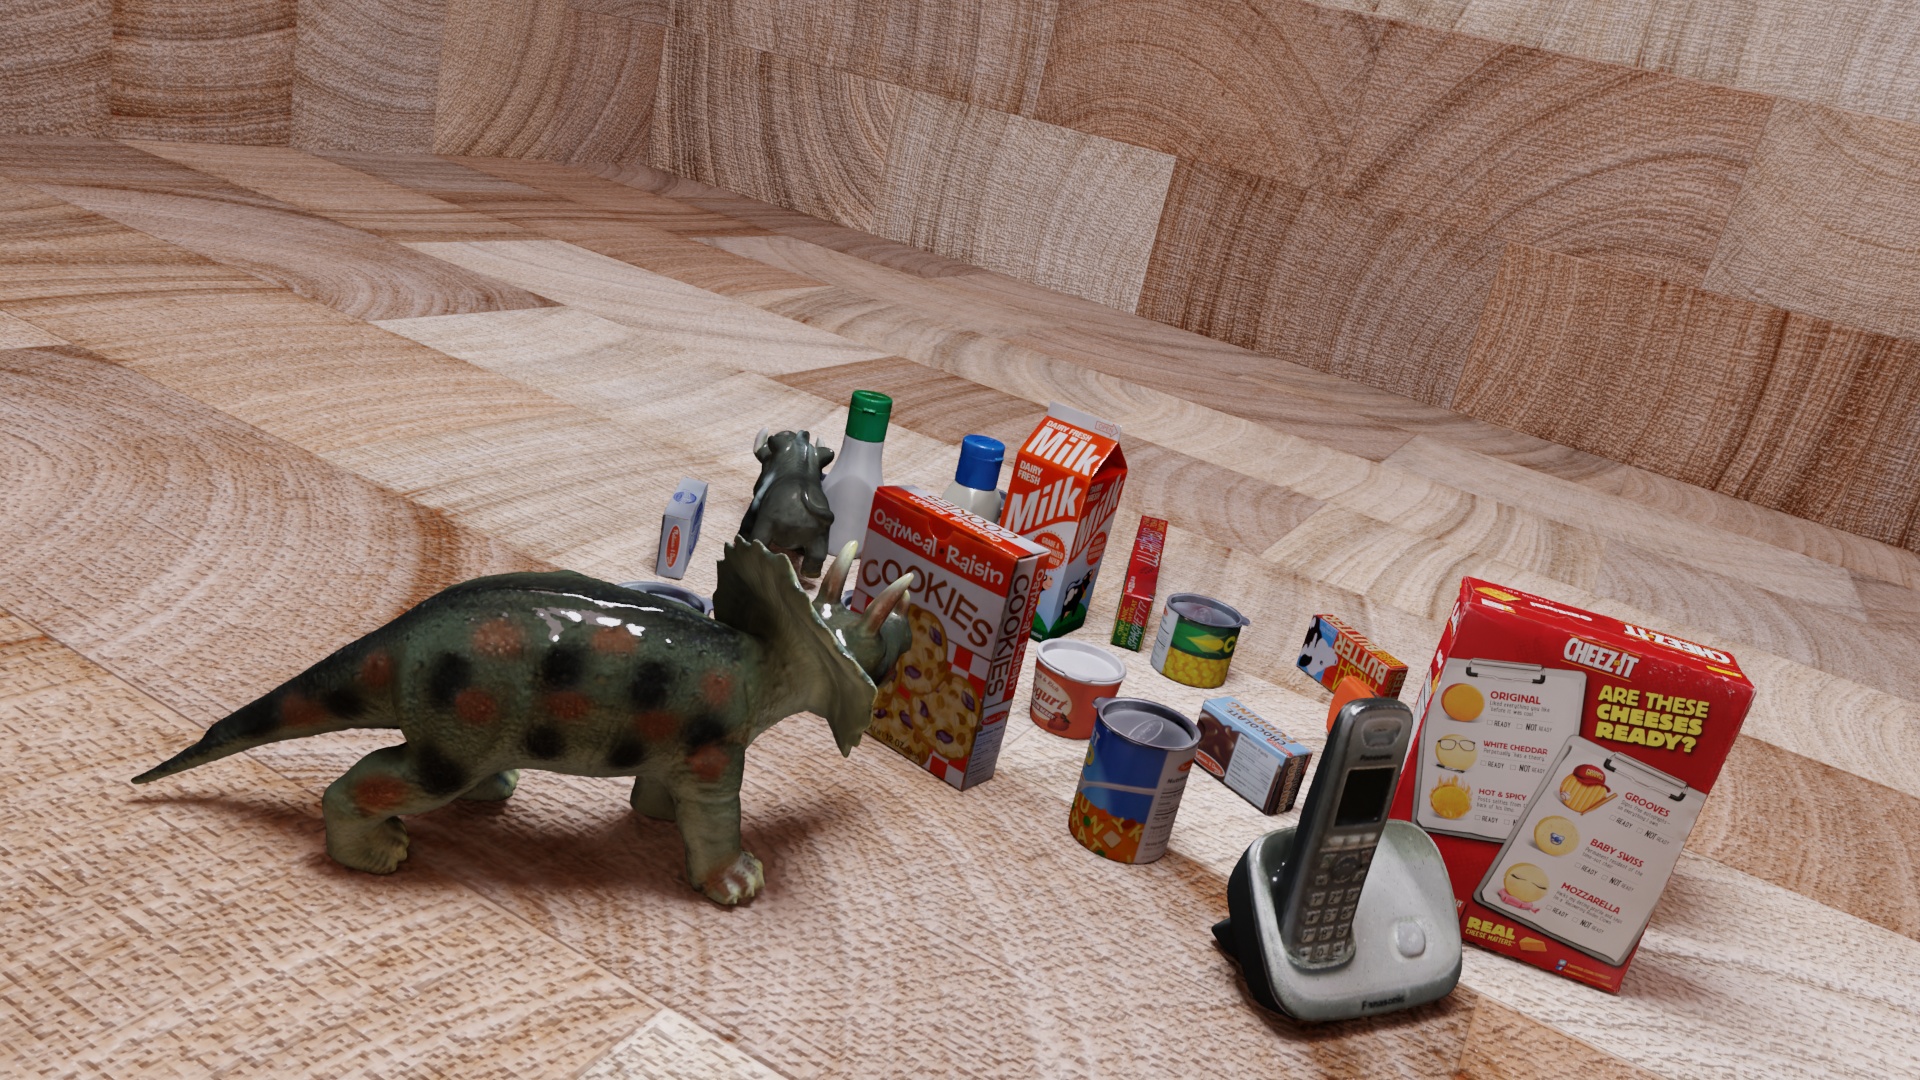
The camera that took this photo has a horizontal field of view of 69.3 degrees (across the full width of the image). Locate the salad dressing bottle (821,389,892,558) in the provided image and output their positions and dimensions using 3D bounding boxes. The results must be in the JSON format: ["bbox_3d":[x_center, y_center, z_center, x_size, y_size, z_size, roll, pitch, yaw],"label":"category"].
[{"bbox_3d":[-0.092,-0.059,1.236,0.064,0.147,0.044,12,19,-3],"label":"salad dressing bottle"}]

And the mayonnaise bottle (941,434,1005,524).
[{"bbox_3d":[0.004,-0.015,1.174,0.041,0.147,0.065,25,22,31],"label":"mayonnaise bottle"}]

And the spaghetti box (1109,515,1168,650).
[{"bbox_3d":[0.169,0.034,1.295,0.029,0.050,0.251,15,19,6],"label":"spaghetti box"}]

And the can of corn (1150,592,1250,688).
[{"bbox_3d":[0.200,0.084,1.163,0.071,0.058,0.071,12,19,-4],"label":"can of corn"}]

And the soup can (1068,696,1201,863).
[{"bbox_3d":[0.107,0.150,0.879,0.071,0.083,0.071,12,19,-4],"label":"soup can"}]

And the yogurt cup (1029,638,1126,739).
[{"bbox_3d":[0.083,0.110,1.020,0.072,0.053,0.072,12,19,-4],"label":"yogurt cup"}]

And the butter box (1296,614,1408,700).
[{"bbox_3d":[0.336,0.108,1.192,0.024,0.053,0.104,3,22,-28],"label":"butter box"}]

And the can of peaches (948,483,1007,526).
[{"bbox_3d":[0.015,-0.017,1.325,0.071,0.057,0.071,12,19,-4],"label":"can of peaches"}]

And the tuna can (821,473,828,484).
[{"bbox_3d":[-0.149,-0.043,1.327,0.071,0.032,0.071,12,19,-4],"label":"tuna can"}]

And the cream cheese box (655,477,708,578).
[{"bbox_3d":[-0.231,-0.012,1.154,0.024,0.053,0.104,11,19,-6],"label":"cream cheese box"}]

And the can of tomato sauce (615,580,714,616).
[{"bbox_3d":[-0.197,0.076,0.885,0.071,0.082,0.071,12,19,-4],"label":"can of tomato sauce"}]

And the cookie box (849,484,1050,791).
[{"bbox_3d":[-0.017,0.061,0.917,0.123,0.166,0.040,26,22,33],"label":"cookie box"}]

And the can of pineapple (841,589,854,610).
[{"bbox_3d":[-0.061,0.076,1.015,0.071,0.057,0.071,12,19,-4],"label":"can of pineapple"}]

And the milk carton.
[{"bbox_3d":[0.082,-0.018,1.169,0.072,0.189,0.074,23,21,27],"label":"milk carton"}]

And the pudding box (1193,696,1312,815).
[{"bbox_3d":[0.205,0.152,0.989,0.030,0.049,0.084,-2,24,-38],"label":"pudding box"}]
